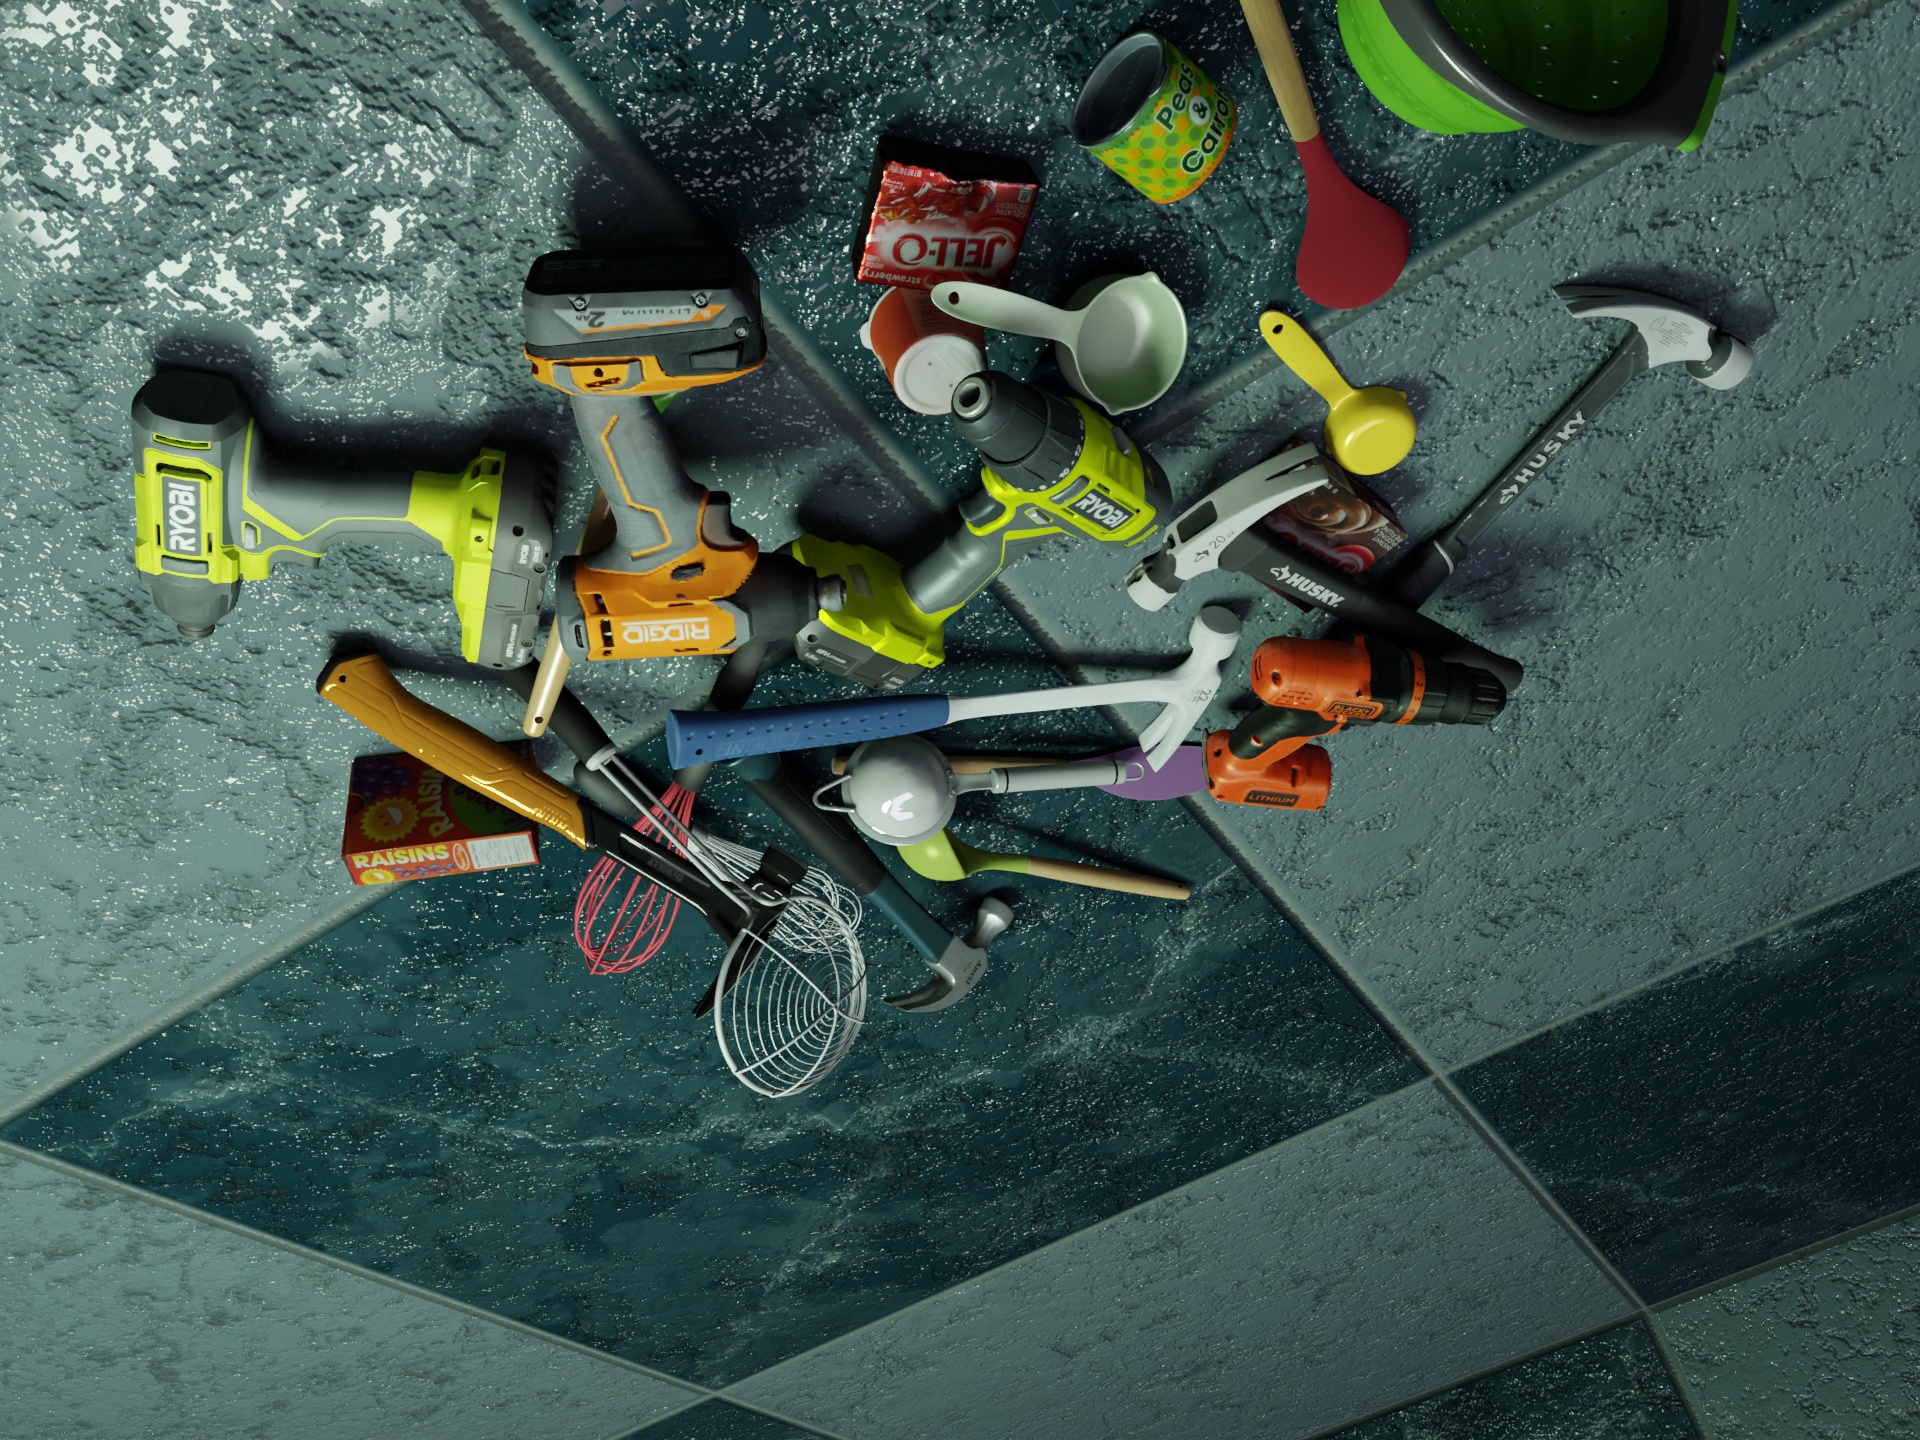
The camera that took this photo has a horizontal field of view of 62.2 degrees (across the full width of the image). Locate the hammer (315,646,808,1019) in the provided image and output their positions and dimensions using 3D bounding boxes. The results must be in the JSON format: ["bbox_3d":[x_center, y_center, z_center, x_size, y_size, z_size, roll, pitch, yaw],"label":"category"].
[{"bbox_3d":[-0.272,0.063,1.048,0.336,0.034,0.127,33,81,-11],"label":"hammer"}]

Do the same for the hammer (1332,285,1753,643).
[{"bbox_3d":[0.347,-0.129,1.111,0.149,0.036,0.408,17,130,-28],"label":"hammer"}]

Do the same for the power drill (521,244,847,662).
[{"bbox_3d":[-0.147,-0.136,0.866,0.164,0.084,0.226,-3,125,-5],"label":"power drill"}]

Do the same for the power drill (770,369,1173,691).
[{"bbox_3d":[-0.004,-0.117,0.965,0.228,0.080,0.190,-32,152,24],"label":"power drill"}]

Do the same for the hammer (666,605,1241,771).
[{"bbox_3d":[-0.002,-0.004,1.113,0.405,0.035,0.144,-6,139,-21],"label":"hammer"}]

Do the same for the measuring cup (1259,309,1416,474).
[{"bbox_3d":[0.236,-0.206,1.001,0.062,0.029,0.156,-37,135,23],"label":"measuring cup"}]

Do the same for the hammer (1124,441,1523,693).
[{"bbox_3d":[0.279,-0.080,1.089,0.334,0.035,0.146,21,133,-34],"label":"hammer"}]

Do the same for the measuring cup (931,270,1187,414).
[{"bbox_3d":[0.051,-0.226,0.904,0.167,0.038,0.083,7,107,-28],"label":"measuring cup"}]

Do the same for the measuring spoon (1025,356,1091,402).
[{"bbox_3d":[0.053,-0.180,0.996,0.042,0.021,0.128,-10,147,-12],"label":"measuring spoon"}]

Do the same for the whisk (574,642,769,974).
[{"bbox_3d":[-0.199,0.060,1.113,0.073,0.073,0.295,18,111,-30],"label":"whisk"}]

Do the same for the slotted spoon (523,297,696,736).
[{"bbox_3d":[-0.208,-0.123,0.927,0.070,0.031,0.313,13,117,-23],"label":"slotted spoon"}]

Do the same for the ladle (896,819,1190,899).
[{"bbox_3d":[0.078,0.111,1.286,0.320,0.078,0.062,14,125,-36],"label":"ladle"}]

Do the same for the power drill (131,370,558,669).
[{"bbox_3d":[-0.356,-0.103,0.927,0.223,0.080,0.171,8,133,-17],"label":"power drill"}]

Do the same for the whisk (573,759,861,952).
[{"bbox_3d":[-0.180,0.102,1.209,0.070,0.070,0.284,-35,129,22],"label":"whisk"}]

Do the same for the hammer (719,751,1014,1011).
[{"bbox_3d":[-0.074,0.114,1.231,0.033,0.128,0.330,11,150,45],"label":"hammer"}]

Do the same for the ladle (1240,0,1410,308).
[{"bbox_3d":[0.178,-0.337,0.851,0.069,0.031,0.315,-25,135,13],"label":"ladle"}]

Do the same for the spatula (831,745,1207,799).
[{"bbox_3d":[0.056,0.039,1.226,0.315,0.018,0.059,2,131,-18],"label":"spatula"}]

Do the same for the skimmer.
[{"bbox_3d":[-0.198,0.082,1.025,0.127,0.363,0.090,-39,172,-42],"label":"skimmer"}]

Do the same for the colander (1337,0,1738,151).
[{"bbox_3d":[0.182,-0.390,0.742,0.396,0.205,0.094,27,160,-17],"label":"colander"}]

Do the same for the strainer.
[{"bbox_3d":[0.021,0.043,1.180,0.258,0.087,0.050,-3,163,-20],"label":"strainer"}]
